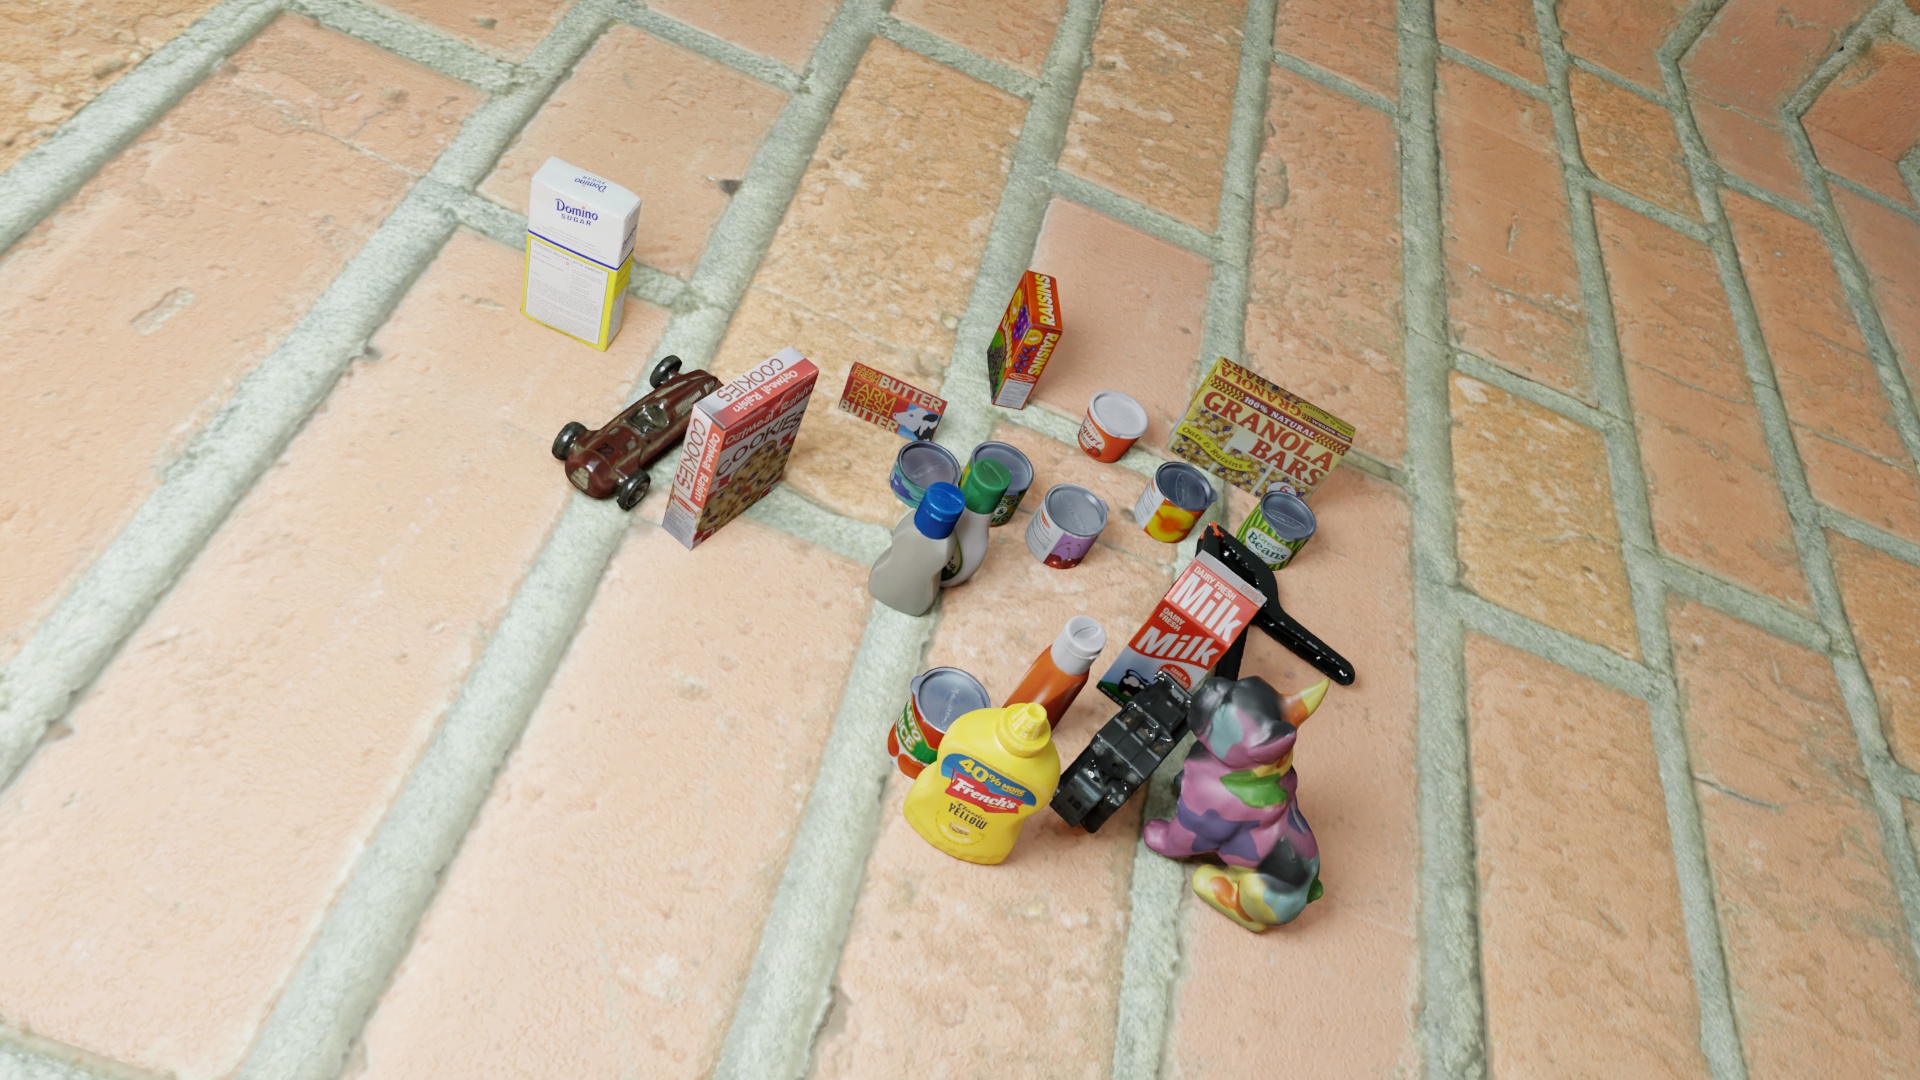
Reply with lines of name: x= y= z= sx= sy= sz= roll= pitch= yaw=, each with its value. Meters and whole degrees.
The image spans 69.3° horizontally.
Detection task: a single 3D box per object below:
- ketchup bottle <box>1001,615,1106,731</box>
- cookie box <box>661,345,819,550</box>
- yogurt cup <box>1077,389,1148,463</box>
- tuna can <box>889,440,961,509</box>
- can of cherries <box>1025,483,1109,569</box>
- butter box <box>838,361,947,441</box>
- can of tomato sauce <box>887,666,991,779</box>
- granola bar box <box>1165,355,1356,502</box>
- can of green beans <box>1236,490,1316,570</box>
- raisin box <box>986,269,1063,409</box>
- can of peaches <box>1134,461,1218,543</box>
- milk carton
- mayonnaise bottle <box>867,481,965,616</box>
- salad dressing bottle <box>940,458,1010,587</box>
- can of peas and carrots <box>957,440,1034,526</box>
ketchup bottle: x=0.081 y=0.121 z=1.197 sx=0.065 sy=0.148 sz=0.043 roll=-19 pitch=63 yaw=-34
cookie box: x=-0.195 y=-0.081 z=1.229 sx=0.040 sy=0.166 sz=0.123 roll=39 pitch=48 yaw=10
yogurt cup: x=0.161 y=-0.120 z=1.495 sx=0.072 sy=0.053 sz=0.073 roll=12 pitch=49 yaw=-14
tuna can: x=-0.034 y=-0.062 z=1.376 sx=0.071 sy=0.032 sz=0.071 roll=12 pitch=49 yaw=-14
can of cherries: x=0.107 y=-0.013 z=1.380 sx=0.071 sy=0.058 sz=0.072 roll=12 pitch=49 yaw=-14
butter box: x=-0.070 y=-0.138 z=1.409 sx=0.103 sy=0.052 sz=0.024 roll=24 pitch=47 yaw=-4
can of tomato sauce: x=-0.021 y=0.155 z=1.168 sx=0.071 sy=0.082 sz=0.071 roll=12 pitch=49 yaw=-14
granola bar box: x=0.324 y=-0.111 z=1.511 sx=0.165 sy=0.123 sz=0.039 roll=28 pitch=47 yaw=0
can of green beans: x=0.335 y=-0.010 z=1.477 sx=0.071 sy=0.057 sz=0.071 roll=12 pitch=49 yaw=-14
raisin box: x=0.067 y=-0.213 z=1.483 sx=0.040 sy=0.122 sz=0.086 roll=11 pitch=49 yaw=-16
can of peaches: x=0.224 y=-0.039 z=1.452 sx=0.071 sy=0.057 sz=0.071 roll=12 pitch=49 yaw=-14
milk carton: x=0.203 y=0.084 z=1.251 sx=0.072 sy=0.189 sz=0.074 roll=37 pitch=48 yaw=9
mayonnaise bottle: x=-0.035 y=0.007 z=1.240 sx=0.065 sy=0.147 sz=0.041 roll=27 pitch=47 yaw=-1
salad dressing bottle: x=0.005 y=-0.016 z=1.277 sx=0.044 sy=0.146 sz=0.064 roll=-24 pitch=65 yaw=-36
can of peas and carrots: x=0.033 y=-0.054 z=1.381 sx=0.071 sy=0.058 sz=0.071 roll=12 pitch=49 yaw=-14
